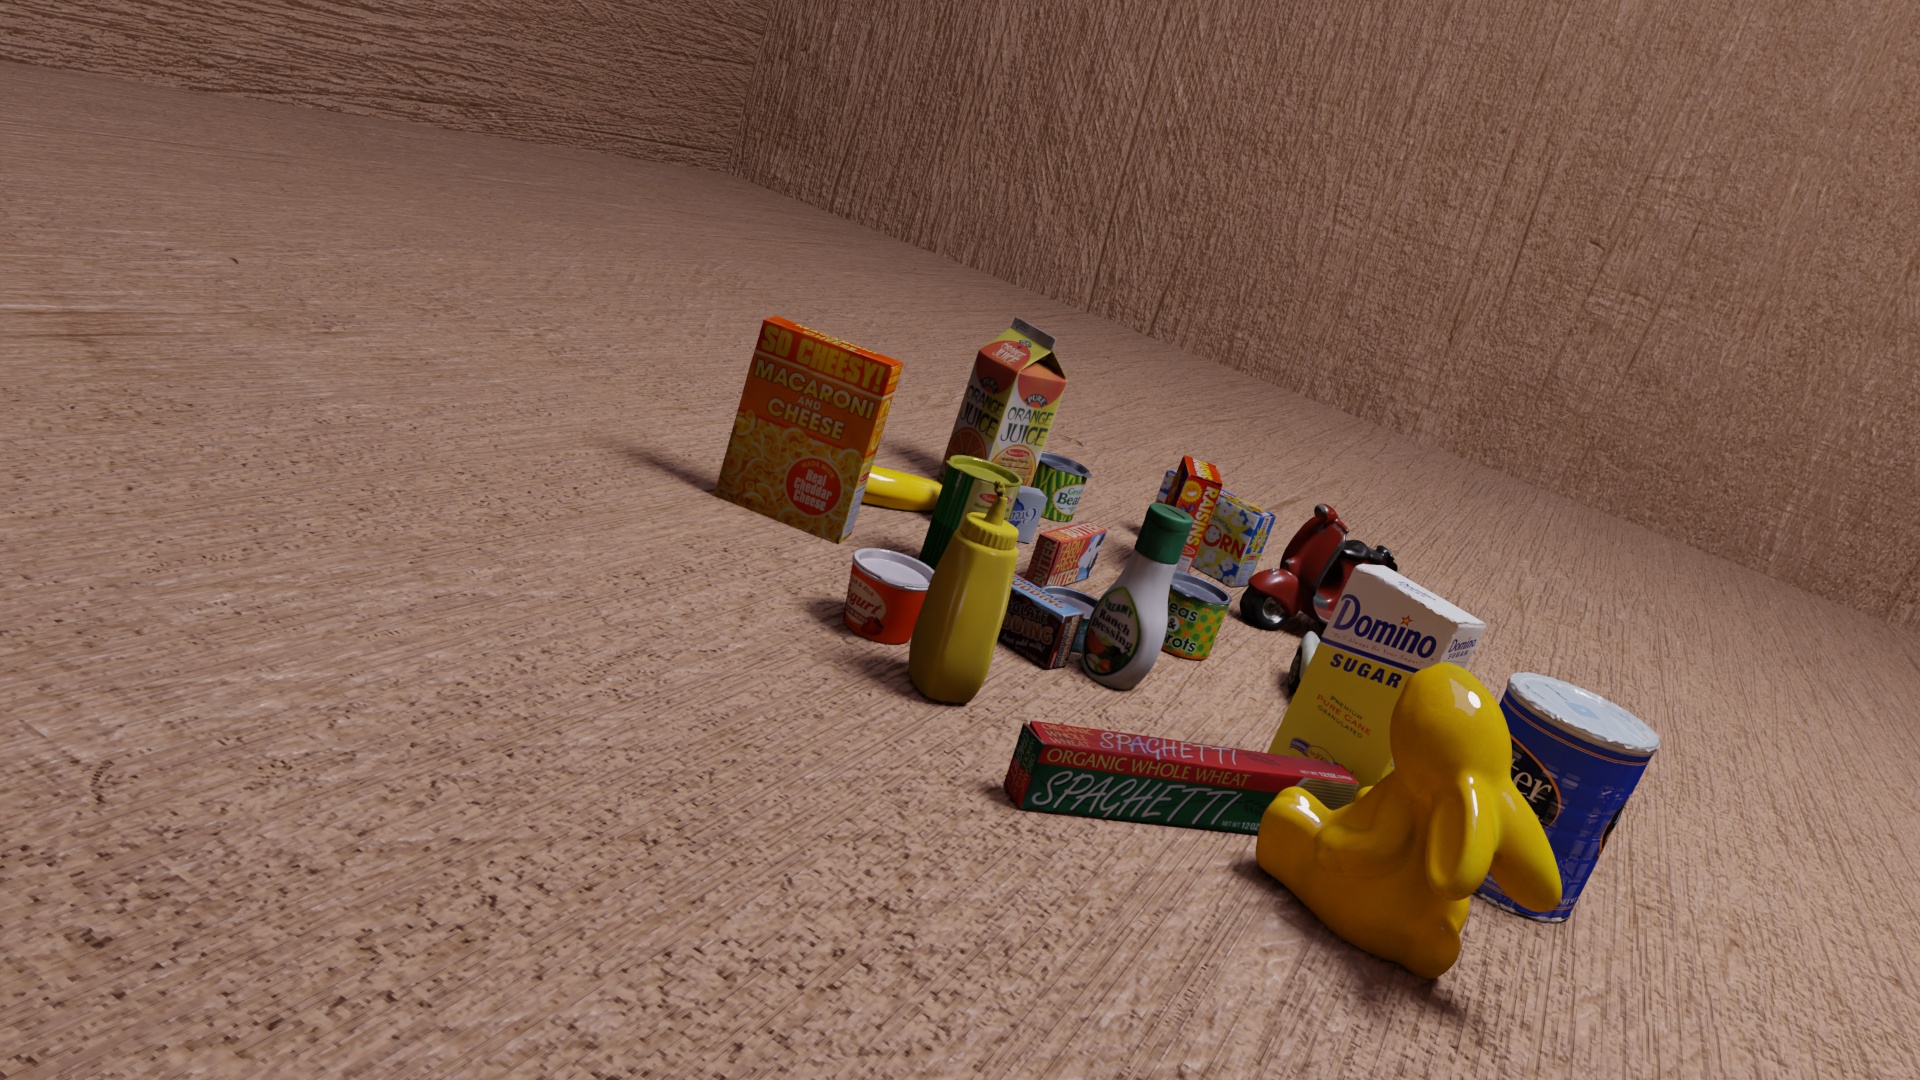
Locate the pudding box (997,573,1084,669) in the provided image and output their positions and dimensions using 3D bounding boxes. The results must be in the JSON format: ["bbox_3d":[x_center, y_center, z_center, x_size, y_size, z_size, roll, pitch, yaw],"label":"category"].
[{"bbox_3d":[0.053,0.062,1.113,0.084,0.049,0.030,30,20,33],"label":"pudding box"}]

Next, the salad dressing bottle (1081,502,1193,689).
[{"bbox_3d":[0.141,0.044,1.096,0.044,0.147,0.064,3,23,-43],"label":"salad dressing bottle"}]

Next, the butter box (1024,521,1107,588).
[{"bbox_3d":[0.099,0.014,1.302,0.024,0.053,0.104,27,19,25],"label":"butter box"}]

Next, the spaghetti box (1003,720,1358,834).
[{"bbox_3d":[0.148,0.160,0.911,0.250,0.050,0.029,11,18,-24],"label":"spaghetti box"}]

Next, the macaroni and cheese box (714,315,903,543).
[{"bbox_3d":[-0.133,-0.097,1.214,0.124,0.166,0.040,21,17,8],"label":"macaroni and cheese box"}]

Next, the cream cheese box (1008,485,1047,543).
[{"bbox_3d":[0.030,-0.032,1.373,0.104,0.053,0.024,10,19,-25],"label":"cream cheese box"}]

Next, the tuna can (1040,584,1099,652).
[{"bbox_3d":[0.092,0.067,1.168,0.071,0.032,0.071,17,17,-5],"label":"tuna can"}]

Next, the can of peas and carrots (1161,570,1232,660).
[{"bbox_3d":[0.199,0.067,1.234,0.071,0.058,0.071,17,17,-5],"label":"can of peas and carrots"}]

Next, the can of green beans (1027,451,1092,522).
[{"bbox_3d":[0.101,-0.059,1.520,0.071,0.057,0.071,17,17,-5],"label":"can of green beans"}]

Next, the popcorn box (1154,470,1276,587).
[{"bbox_3d":[0.267,-0.014,1.508,0.127,0.085,0.038,31,20,34],"label":"popcorn box"}]

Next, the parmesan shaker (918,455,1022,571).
[{"bbox_3d":[0.004,-0.015,1.210,0.071,0.102,0.071,17,17,-5],"label":"parmesan shaker"}]

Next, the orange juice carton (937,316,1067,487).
[{"bbox_3d":[0.050,-0.136,1.477,0.073,0.192,0.072,4,22,-40],"label":"orange juice carton"}]

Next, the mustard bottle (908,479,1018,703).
[{"bbox_3d":[0.008,0.033,0.969,0.049,0.159,0.065,11,18,-25],"label":"mustard bottle"}]

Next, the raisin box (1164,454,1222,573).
[{"bbox_3d":[0.224,-0.016,1.405,0.040,0.123,0.086,19,17,0],"label":"raisin box"}]

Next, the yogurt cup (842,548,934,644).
[{"bbox_3d":[-0.056,0.043,1.053,0.072,0.053,0.072,17,17,-5],"label":"yogurt cup"}]
